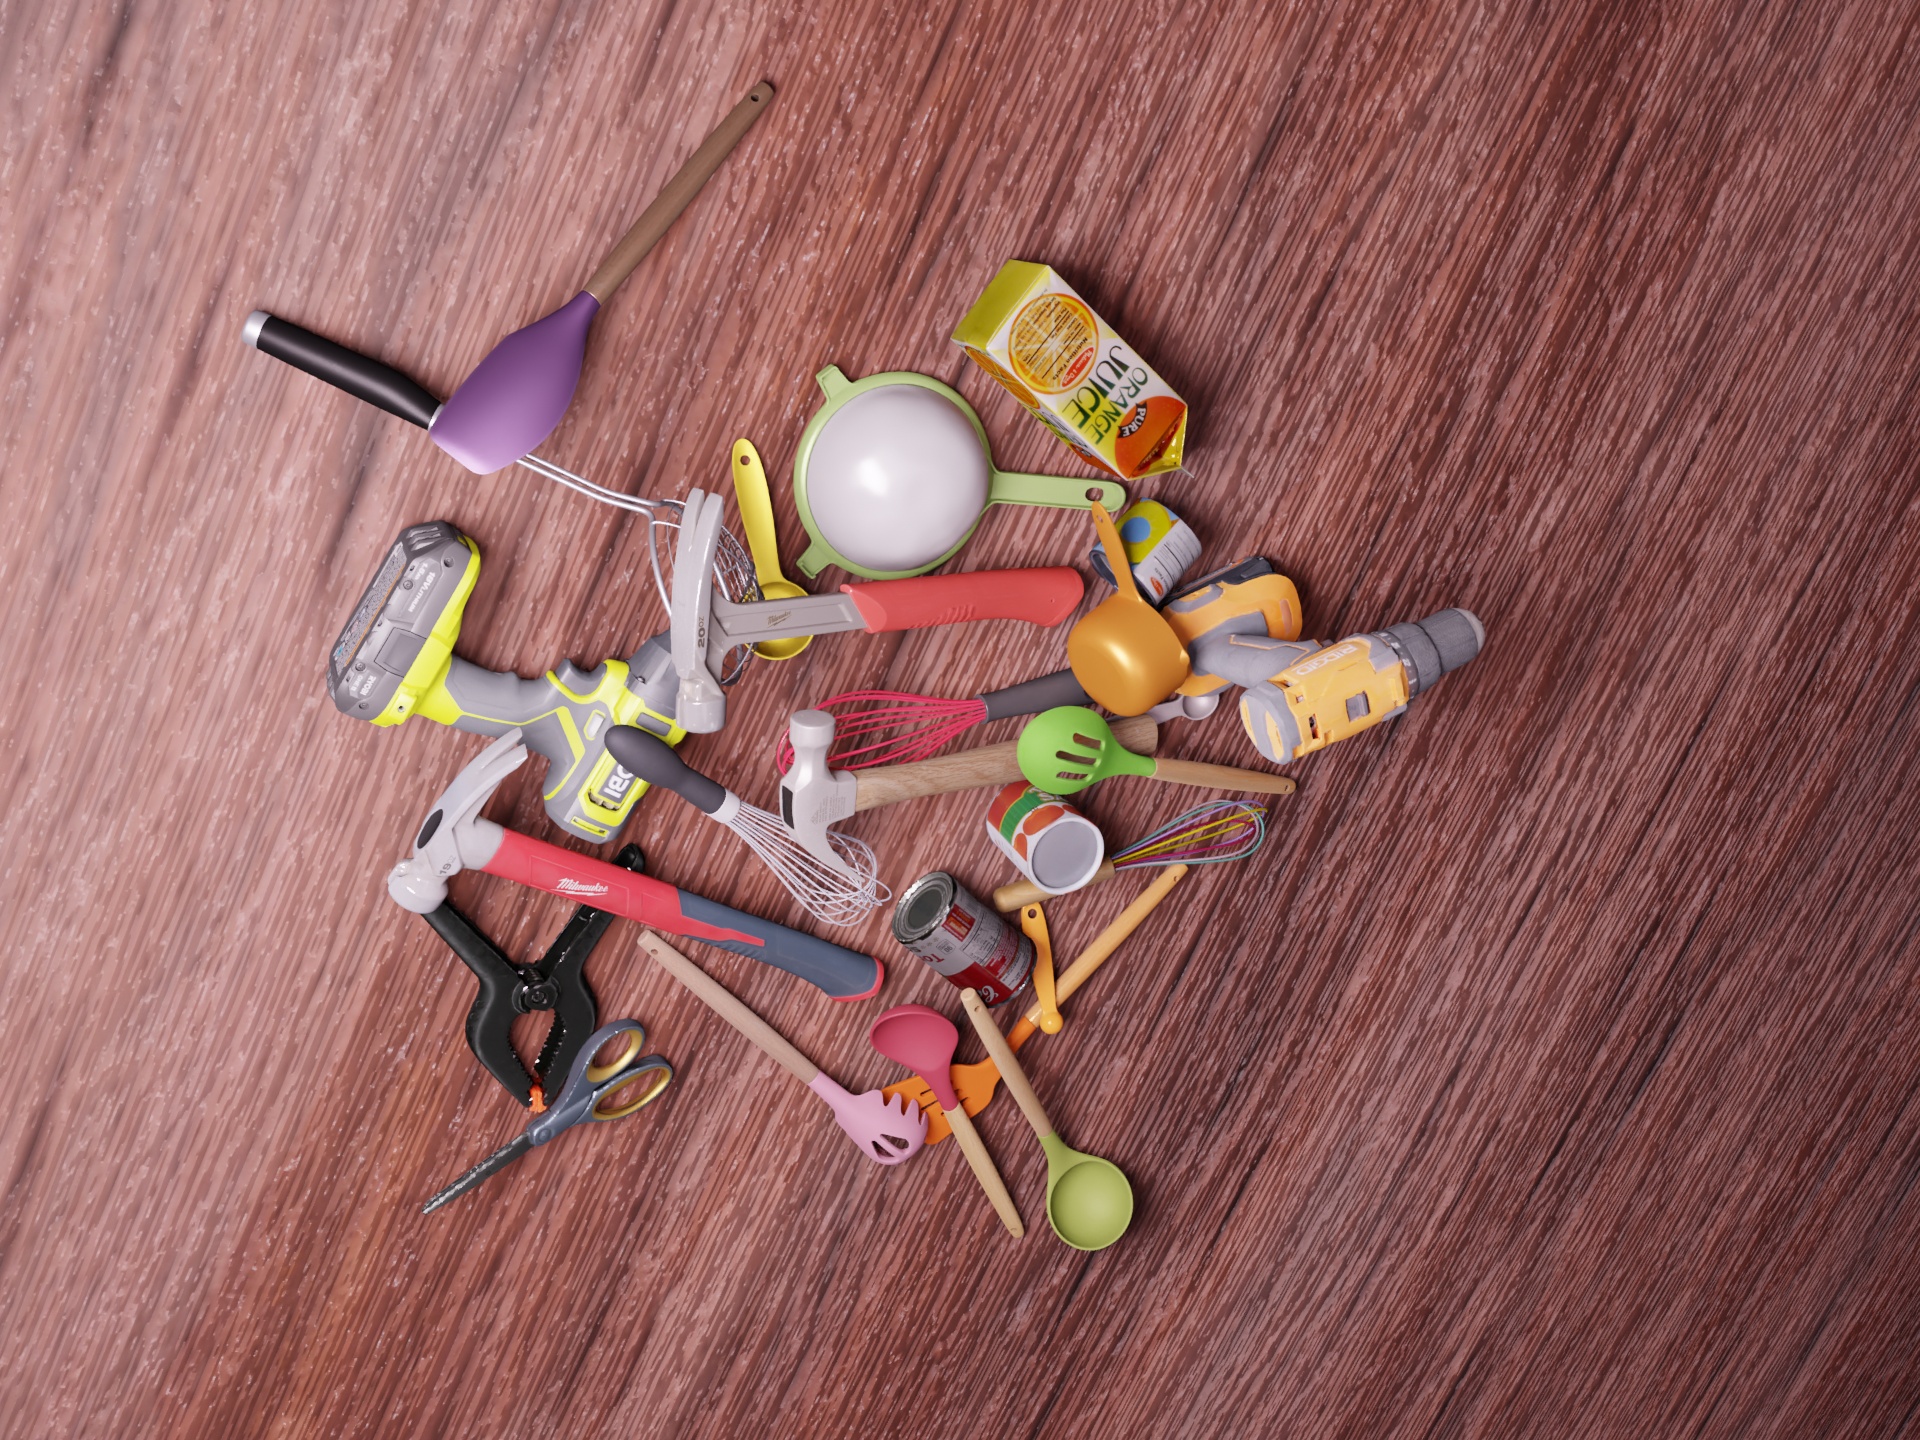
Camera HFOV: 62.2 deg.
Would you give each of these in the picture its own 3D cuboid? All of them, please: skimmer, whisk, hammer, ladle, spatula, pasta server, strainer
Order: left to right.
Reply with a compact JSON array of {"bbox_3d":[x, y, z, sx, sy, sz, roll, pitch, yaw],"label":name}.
[{"bbox_3d":[-0.285,-0.140,1.015,0.363,0.127,0.090,26,117,-14],"label":"skimmer"},{"bbox_3d":[-0.213,-0.282,0.996,0.059,0.018,0.316,36,78,-6],"label":"spatula"},{"bbox_3d":[-0.195,0.125,1.133,0.386,0.038,0.143,26,113,-38],"label":"hammer"},{"bbox_3d":[-0.149,0.074,1.137,0.070,0.070,0.284,-51,132,1],"label":"whisk"},{"bbox_3d":[-0.136,0.261,1.256,0.060,0.040,0.316,-40,114,11],"label":"pasta server"},{"bbox_3d":[-0.042,-0.088,1.082,0.359,0.037,0.149,-11,114,-45],"label":"hammer"},{"bbox_3d":[-0.002,-0.004,1.203,0.295,0.073,0.073,-14,113,-25],"label":"whisk"},{"bbox_3d":[0.001,0.335,1.318,0.069,0.031,0.315,-14,126,12],"label":"ladle"},{"bbox_3d":[0.012,-0.164,1.139,0.256,0.069,0.151,2,108,-21],"label":"strainer"},{"bbox_3d":[0.015,0.037,1.180,0.331,0.031,0.130,-9,117,-34],"label":"hammer"},{"bbox_3d":[0.068,0.333,1.323,0.078,0.062,0.319,-36,127,-13],"label":"ladle"},{"bbox_3d":[0.071,0.231,1.335,0.322,0.041,0.081,-44,120,-7],"label":"spatula"},{"bbox_3d":[0.143,0.115,1.314,0.245,0.047,0.051,-17,102,-11],"label":"whisk"}]

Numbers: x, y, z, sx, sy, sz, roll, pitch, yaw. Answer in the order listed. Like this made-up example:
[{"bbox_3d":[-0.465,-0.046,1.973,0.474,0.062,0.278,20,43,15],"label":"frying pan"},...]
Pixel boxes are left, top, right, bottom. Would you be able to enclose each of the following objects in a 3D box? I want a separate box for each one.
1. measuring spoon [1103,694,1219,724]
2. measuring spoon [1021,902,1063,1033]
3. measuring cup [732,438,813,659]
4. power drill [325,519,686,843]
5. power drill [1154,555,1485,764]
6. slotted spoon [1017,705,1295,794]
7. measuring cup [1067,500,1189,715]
[{"bbox_3d":[0.150,-0.006,1.288,0.124,0.018,0.034,-17,119,-9],"label":"measuring spoon"},{"bbox_3d":[0.067,0.201,1.307,0.021,0.011,0.117,-11,93,-11],"label":"measuring spoon"},{"bbox_3d":[-0.141,-0.121,1.124,0.062,0.029,0.156,-13,101,-16],"label":"measuring cup"},{"bbox_3d":[-0.287,-0.033,1.064,0.223,0.080,0.171,29,97,-32],"label":"power drill"},{"bbox_3d":[0.259,-0.056,1.190,0.185,0.226,0.084,-25,116,-13],"label":"power drill"},{"bbox_3d":[0.168,0.038,1.259,0.313,0.031,0.070,9,107,-41],"label":"slotted spoon"},{"bbox_3d":[0.108,-0.078,1.173,0.052,0.095,0.173,-39,128,-22],"label":"measuring cup"}]
